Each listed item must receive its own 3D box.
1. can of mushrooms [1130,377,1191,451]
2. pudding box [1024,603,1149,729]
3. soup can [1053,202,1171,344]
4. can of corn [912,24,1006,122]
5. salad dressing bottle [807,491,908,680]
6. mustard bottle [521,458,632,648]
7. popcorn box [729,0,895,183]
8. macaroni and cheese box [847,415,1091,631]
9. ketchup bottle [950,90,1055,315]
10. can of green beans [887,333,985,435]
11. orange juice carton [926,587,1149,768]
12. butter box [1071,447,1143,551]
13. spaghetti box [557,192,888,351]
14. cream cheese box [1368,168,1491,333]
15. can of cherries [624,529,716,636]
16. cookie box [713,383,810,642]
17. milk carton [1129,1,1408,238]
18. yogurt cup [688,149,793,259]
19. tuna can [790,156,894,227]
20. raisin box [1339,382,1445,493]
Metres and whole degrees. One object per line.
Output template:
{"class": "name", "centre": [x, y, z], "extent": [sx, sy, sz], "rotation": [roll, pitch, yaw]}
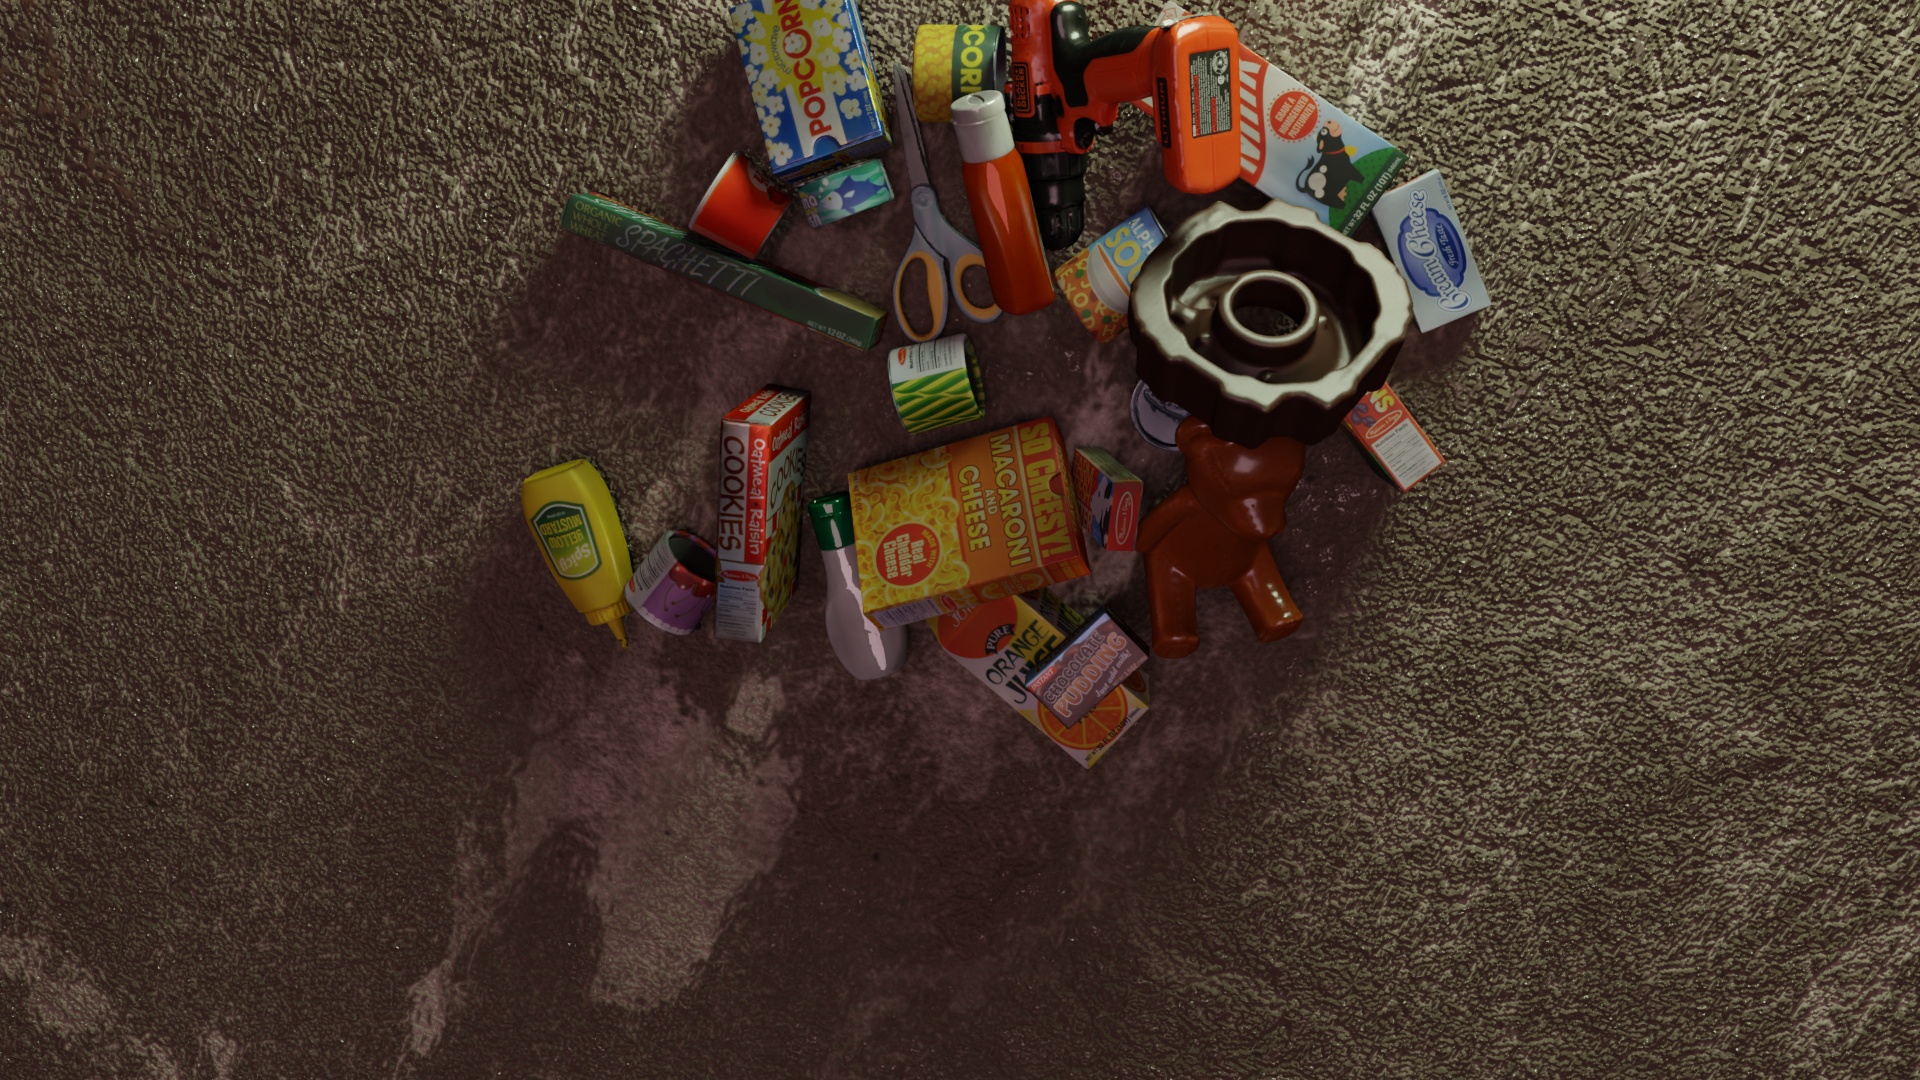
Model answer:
{"class": "can of mushrooms", "centre": [0.161, -0.104, 1.033], "extent": [0.071, 0.033, 0.070], "rotation": [2, 107, 8]}
{"class": "pudding box", "centre": [0.093, 0.092, 1.026], "extent": [0.083, 0.030, 0.049], "rotation": [-43, 95, 11]}
{"class": "soup can", "centre": [0.118, -0.190, 0.993], "extent": [0.083, 0.071, 0.071], "rotation": [-34, 100, 16]}
{"class": "can of corn", "centre": [0.000, -0.326, 0.968], "extent": [0.058, 0.071, 0.071], "rotation": [4, 107, 8]}
{"class": "salad dressing bottle", "centre": [-0.084, 0.035, 1.104], "extent": [0.064, 0.044, 0.147], "rotation": [-12, 104, 13]}
{"class": "mustard bottle", "centre": [-0.299, 0.016, 1.124], "extent": [0.065, 0.049, 0.160], "rotation": [-16, 104, 14]}
{"class": "popcorn box", "centre": [-0.105, -0.327, 0.982], "extent": [0.085, 0.038, 0.126], "rotation": [-16, 86, 11]}
{"class": "macaroni and cheese box", "centre": [0.004, -0.013, 1.041], "extent": [0.166, 0.040, 0.124], "rotation": [-16, 61, 12]}
{"class": "ketchup bottle", "centre": [0.028, -0.234, 0.964], "extent": [0.043, 0.065, 0.148], "rotation": [-20, 122, -4]}
{"class": "can of green beans", "centre": [-0.017, -0.117, 1.036], "extent": [0.058, 0.071, 0.071], "rotation": [-12, 105, 11]}
{"class": "orange juice carton", "centre": [0.053, 0.081, 1.082], "extent": [0.192, 0.073, 0.071], "rotation": [40, 106, -5]}
{"class": "butter box", "centre": [0.106, -0.032, 1.026], "extent": [0.024, 0.104, 0.053], "rotation": [2, 107, -13]}
{"class": "spaghetti box", "centre": [-0.176, -0.203, 1.041], "extent": [0.250, 0.050, 0.028], "rotation": [22, 107, 1]}
{"class": "cream cheese box", "centre": [0.331, -0.204, 0.984], "extent": [0.053, 0.024, 0.103], "rotation": [-24, 102, 15]}
{"class": "can of cherries", "centre": [-0.223, 0.034, 1.112], "extent": [0.071, 0.072, 0.058], "rotation": [38, 107, -5]}
{"class": "cookie box", "centre": [-0.151, -0.024, 1.052], "extent": [0.040, 0.123, 0.166], "rotation": [7, 108, 5]}
{"class": "milk carton", "centre": [0.203, -0.286, 0.951], "extent": [0.190, 0.074, 0.072], "rotation": [32, 108, -2]}
{"class": "yogurt cup", "centre": [-0.159, -0.243, 1.020], "extent": [0.054, 0.073, 0.072], "rotation": [33, 109, -11]}
{"class": "tuna can", "centre": [-0.085, -0.251, 1.004], "extent": [0.071, 0.071, 0.032], "rotation": [-16, 105, 12]}
{"class": "raisin box", "centre": [0.283, -0.098, 0.989], "extent": [0.040, 0.086, 0.123], "rotation": [-38, 98, 11]}
